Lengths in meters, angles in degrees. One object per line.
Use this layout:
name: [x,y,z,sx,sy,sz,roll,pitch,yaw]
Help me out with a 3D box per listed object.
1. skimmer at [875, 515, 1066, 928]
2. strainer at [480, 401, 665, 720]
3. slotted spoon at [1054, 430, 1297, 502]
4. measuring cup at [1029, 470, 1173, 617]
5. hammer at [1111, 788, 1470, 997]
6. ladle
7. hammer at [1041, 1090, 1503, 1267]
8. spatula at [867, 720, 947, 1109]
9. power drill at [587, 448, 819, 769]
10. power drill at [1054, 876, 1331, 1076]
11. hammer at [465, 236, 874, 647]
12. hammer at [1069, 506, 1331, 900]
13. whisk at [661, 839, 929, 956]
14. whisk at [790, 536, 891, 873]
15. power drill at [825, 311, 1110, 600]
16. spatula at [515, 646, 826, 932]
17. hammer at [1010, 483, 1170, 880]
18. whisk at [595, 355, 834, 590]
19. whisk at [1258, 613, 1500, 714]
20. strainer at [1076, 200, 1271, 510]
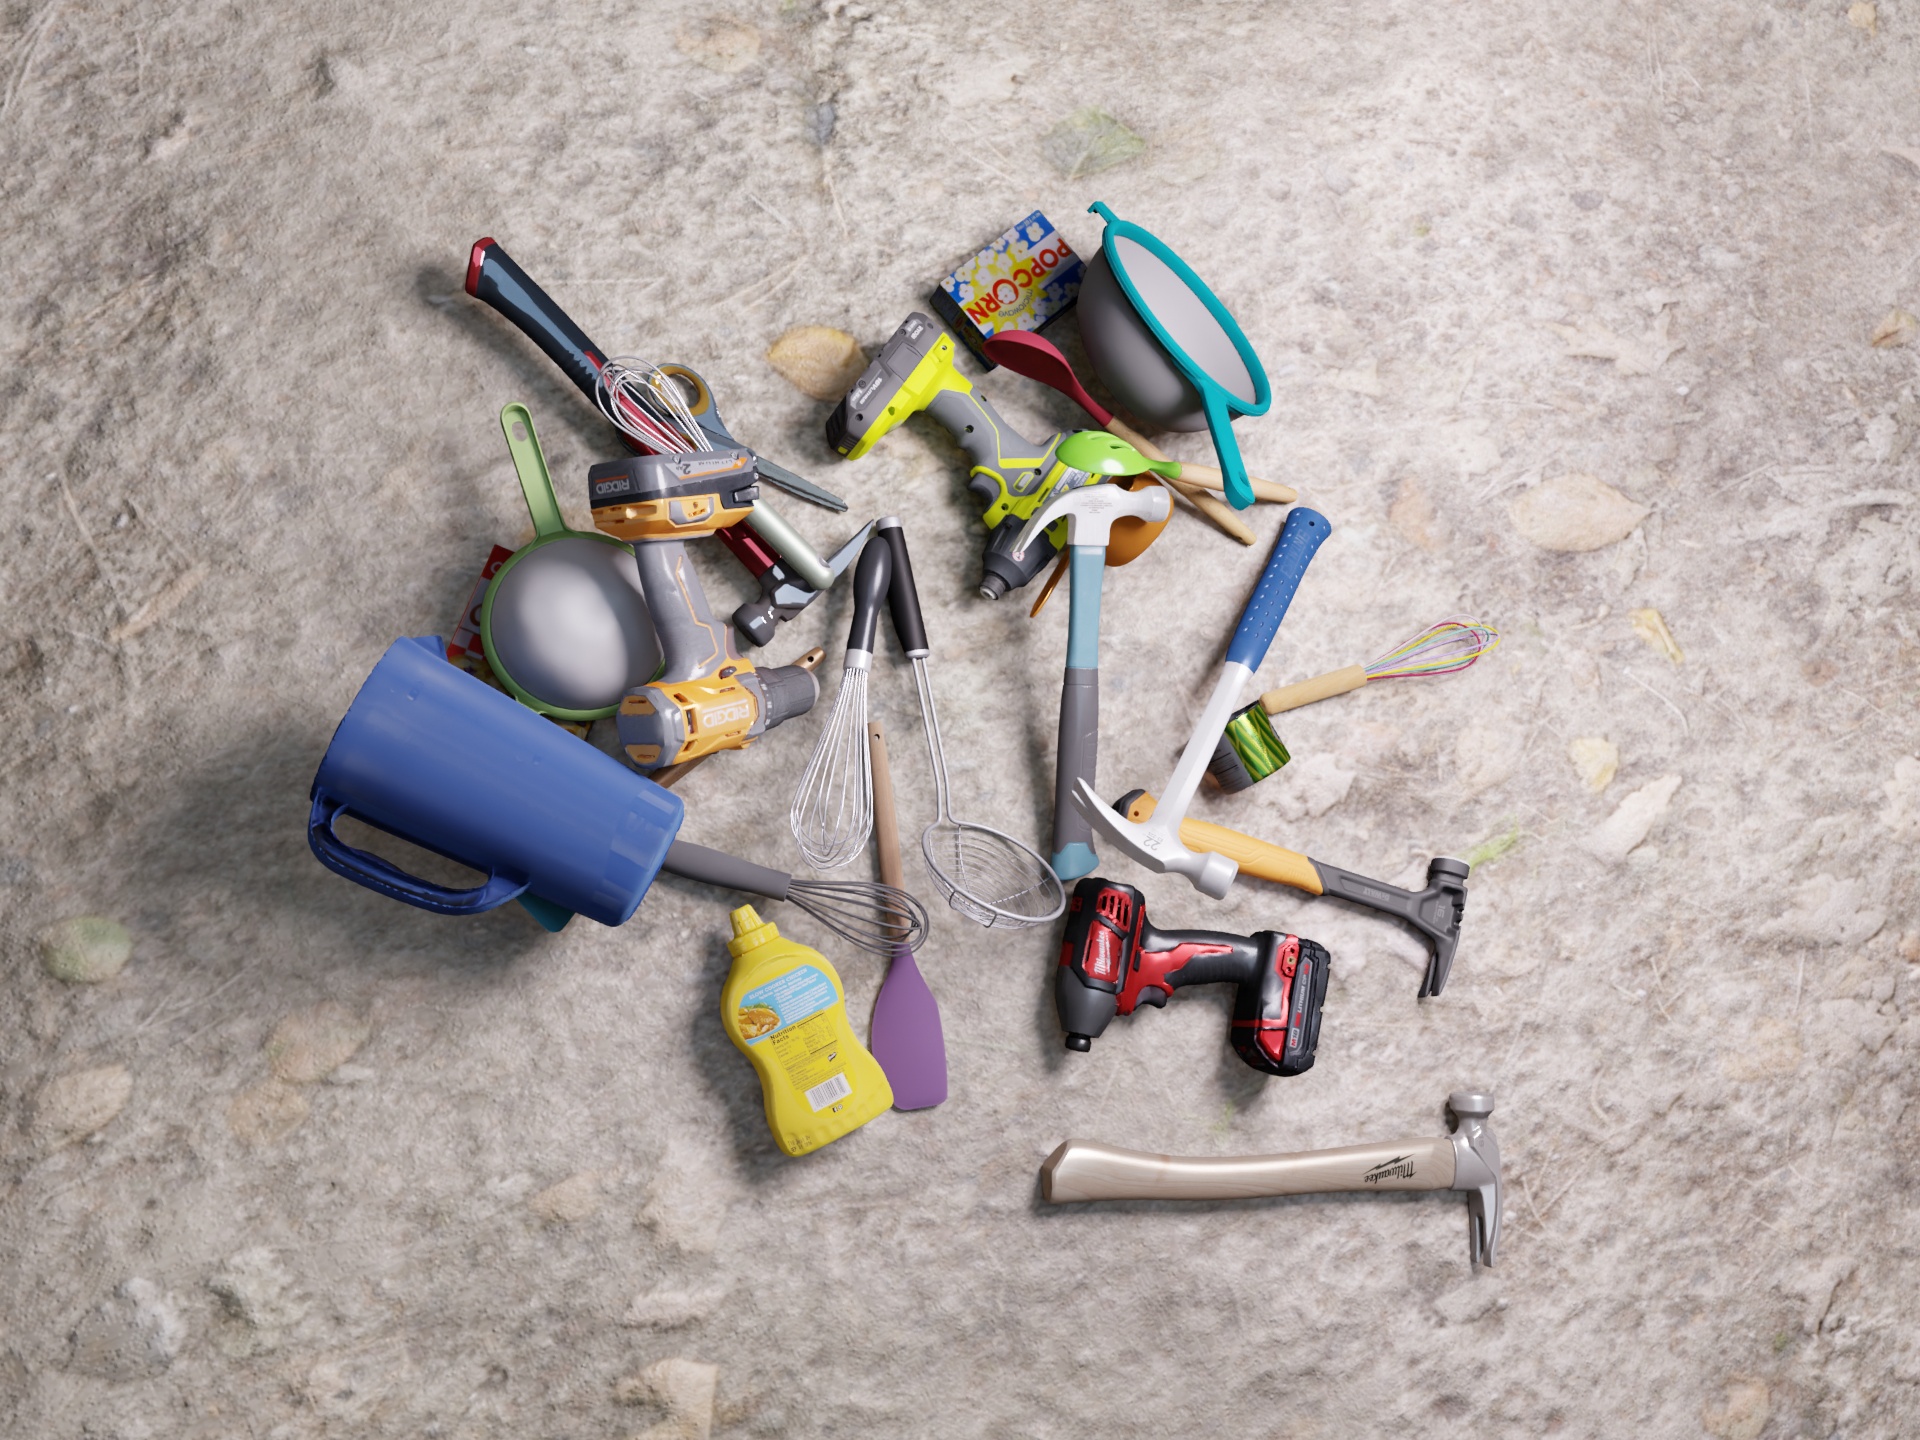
skimmer: [-0.002,-0.004,1.306,0.127,0.090,0.363,-2,76,-48]
strainer: [-0.303,-0.128,1.211,0.151,0.069,0.256,-17,88,-18]
slotted spoon: [0.197,-0.211,1.357,0.313,0.070,0.031,2,117,-45]
measuring cup: [0.121,-0.142,1.363,0.052,0.095,0.174,38,71,-15]
hammer: [0.286,0.137,1.388,0.336,0.034,0.127,19,75,-11]
ladle: [0.148,-0.246,1.388,0.315,0.069,0.031,35,76,-23]
hammer: [0.268,0.391,1.336,0.410,0.038,0.146,2,81,-14]
spatula: [-0.055,0.157,1.300,0.059,0.018,0.316,-5,82,-12]
power drill: [-0.187,-0.088,1.208,0.185,0.084,0.226,-17,102,-51]
power drill: [0.186,0.223,1.325,0.219,0.078,0.143,16,76,-9]
hammer: [-0.244,-0.247,1.293,0.143,0.038,0.386,-44,97,-13]
hammer: [0.226,-0.039,1.345,0.144,0.035,0.406,26,57,8]
whisk: [-0.140,0.136,1.261,0.239,0.055,0.055,17,76,-2]
whisk: [-0.089,-0.017,1.286,0.070,0.070,0.285,12,75,-13]
power drill: [0.004,-0.223,1.355,0.223,0.080,0.171,38,71,-9]
spatula: [-0.225,0.039,1.261,0.317,0.044,0.082,-41,89,-19]
hammer: [0.101,-0.030,1.320,0.128,0.033,0.331,1,97,-13]
whisk: [-0.192,-0.193,1.263,0.059,0.058,0.246,-42,101,20]
whisk: [0.381,-0.048,1.449,0.245,0.051,0.047,-17,64,-13]
strainer: [0.175,-0.276,1.344,0.210,0.095,0.341,29,38,-35]
